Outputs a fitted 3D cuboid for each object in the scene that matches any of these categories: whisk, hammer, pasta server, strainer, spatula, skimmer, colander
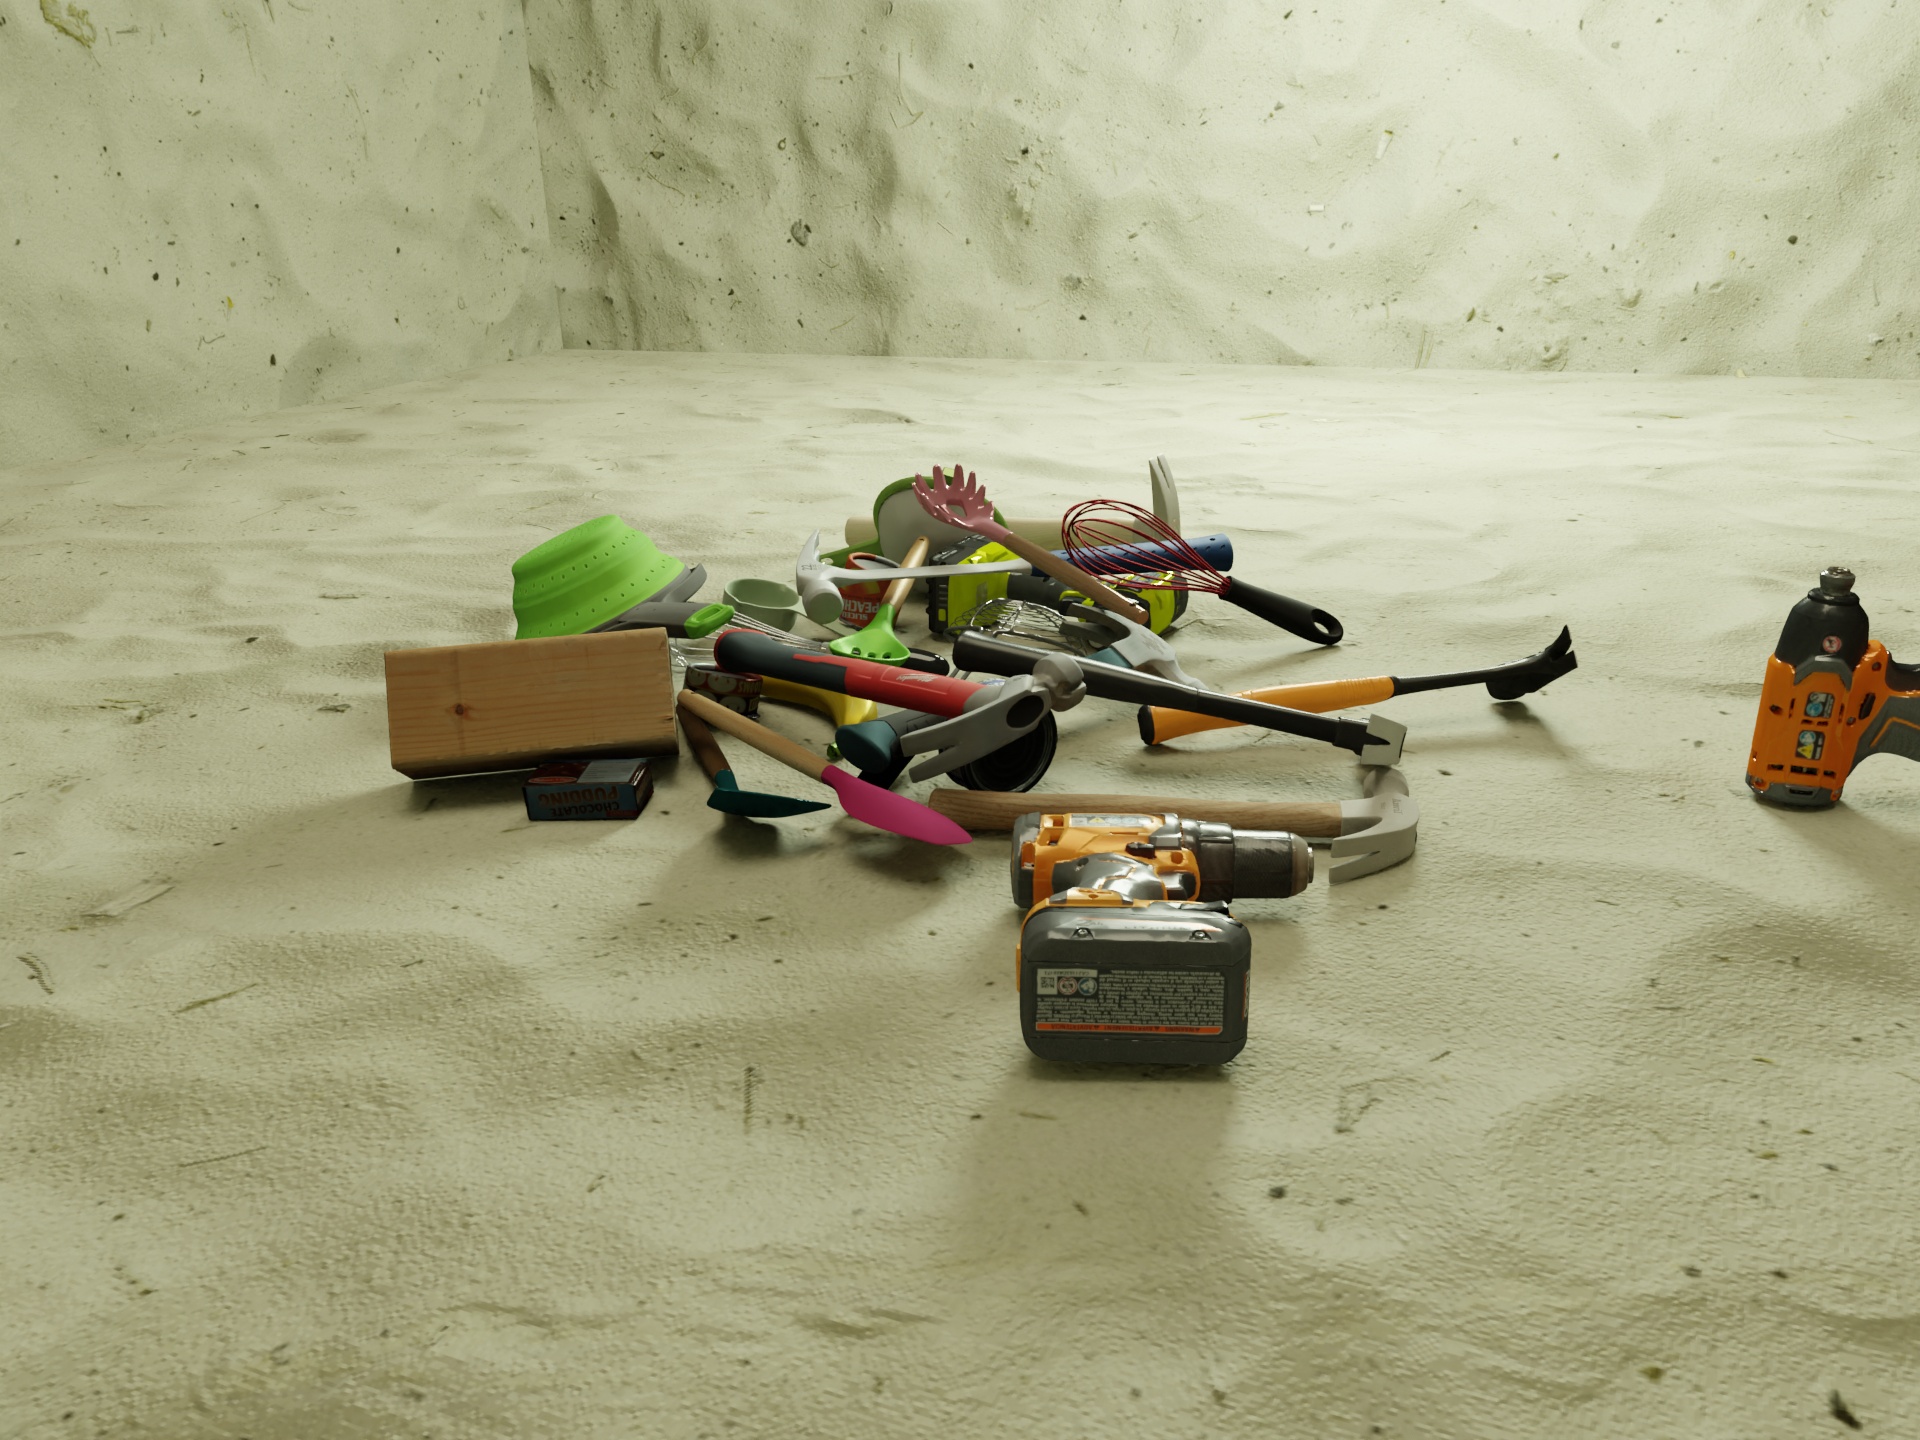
[{"bbox_3d":[-0.148,-0.062,1.432,0.284,0.070,0.070,8,22,11],"label":"whisk"},{"bbox_3d":[0.142,0.066,1.084,0.331,0.031,0.130,1,20,10],"label":"hammer"},{"bbox_3d":[0.306,-0.022,1.245,0.337,0.034,0.127,-8,-11,-6],"label":"hammer"},{"bbox_3d":[0.058,-0.156,1.401,0.060,0.040,0.316,-26,39,-24],"label":"pasta server"},{"bbox_3d":[-0.069,-0.170,1.680,0.256,0.151,0.069,-11,46,35],"label":"strainer"},{"bbox_3d":[0.050,-0.144,1.456,0.405,0.035,0.144,-5,28,-12],"label":"hammer"},{"bbox_3d":[-0.088,-0.025,1.159,0.143,0.038,0.386,-27,23,-32],"label":"hammer"},{"bbox_3d":[-0.180,0.026,1.209,0.082,0.044,0.318,9,13,-23],"label":"spatula"},{"bbox_3d":[0.046,-0.211,1.715,0.411,0.146,0.038,6,22,32],"label":"hammer"},{"bbox_3d":[0.221,-0.127,1.427,0.295,0.073,0.073,20,14,-18],"label":"whisk"},{"bbox_3d":[-0.002,-0.004,1.293,0.127,0.090,0.363,8,33,22],"label":"skimmer"},{"bbox_3d":[0.045,-0.018,1.234,0.331,0.033,0.128,-18,54,-39],"label":"hammer"},{"bbox_3d":[0.157,-0.018,1.162,0.335,0.035,0.146,13,3,10],"label":"hammer"},{"bbox_3d":[-0.303,-0.122,1.401,0.204,0.094,0.397,-34,20,-24],"label":"colander"}]

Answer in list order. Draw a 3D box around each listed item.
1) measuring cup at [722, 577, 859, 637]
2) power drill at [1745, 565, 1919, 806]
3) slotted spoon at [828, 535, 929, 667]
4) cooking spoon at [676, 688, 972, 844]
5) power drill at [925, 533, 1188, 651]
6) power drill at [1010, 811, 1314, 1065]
[{"bbox_3d":[-0.159,-0.092,1.551,0.168,0.038,0.083,25,27,19],"label":"measuring cup"},{"bbox_3d":[0.662,-0.016,1.064,0.226,0.164,0.084,6,21,17],"label":"power drill"},{"bbox_3d":[-0.060,-0.109,1.456,0.070,0.031,0.314,10,28,5],"label":"slotted spoon"},{"bbox_3d":[-0.110,0.030,1.136,0.068,0.017,0.319,0,17,-45],"label":"cooking spoon"},{"bbox_3d":[0.086,-0.115,1.518,0.223,0.080,0.171,11,24,25],"label":"power drill"},{"bbox_3d":[0.118,0.111,0.906,0.185,0.084,0.226,1,16,4],"label":"power drill"}]
